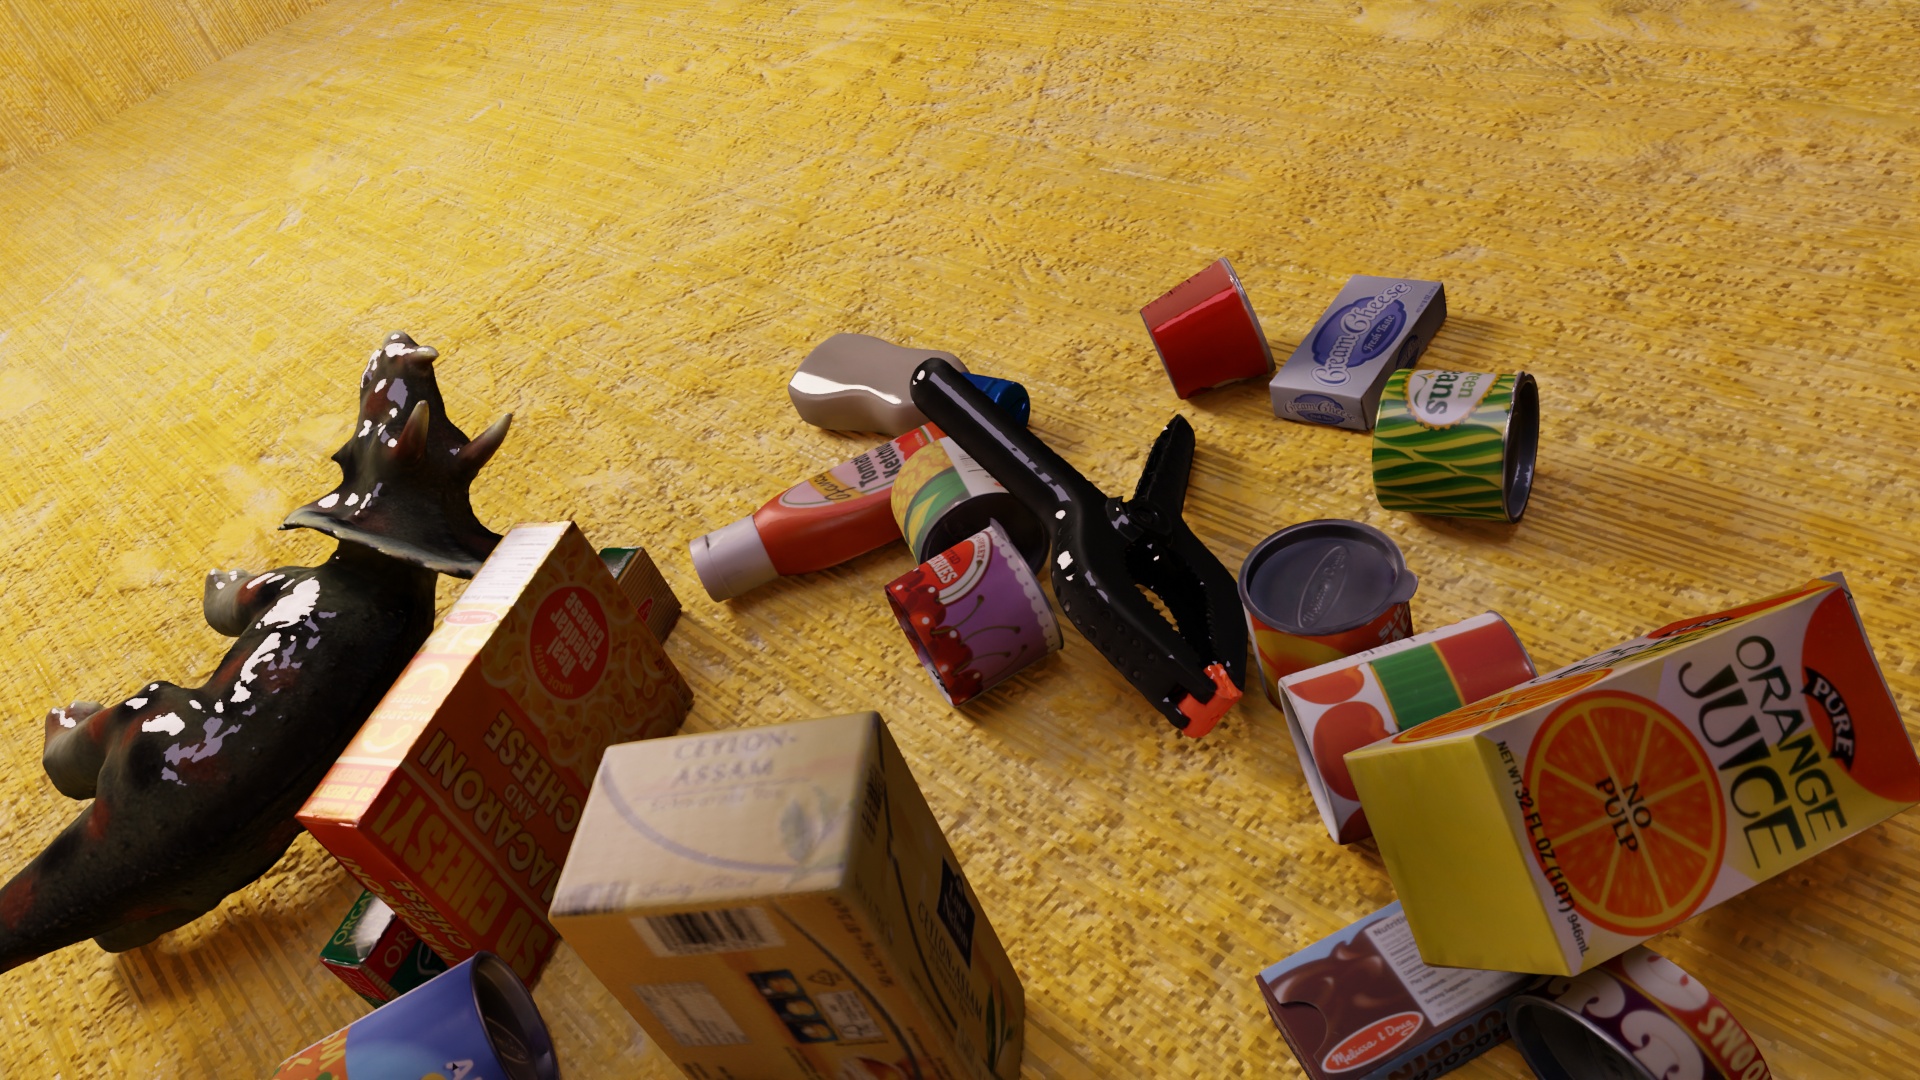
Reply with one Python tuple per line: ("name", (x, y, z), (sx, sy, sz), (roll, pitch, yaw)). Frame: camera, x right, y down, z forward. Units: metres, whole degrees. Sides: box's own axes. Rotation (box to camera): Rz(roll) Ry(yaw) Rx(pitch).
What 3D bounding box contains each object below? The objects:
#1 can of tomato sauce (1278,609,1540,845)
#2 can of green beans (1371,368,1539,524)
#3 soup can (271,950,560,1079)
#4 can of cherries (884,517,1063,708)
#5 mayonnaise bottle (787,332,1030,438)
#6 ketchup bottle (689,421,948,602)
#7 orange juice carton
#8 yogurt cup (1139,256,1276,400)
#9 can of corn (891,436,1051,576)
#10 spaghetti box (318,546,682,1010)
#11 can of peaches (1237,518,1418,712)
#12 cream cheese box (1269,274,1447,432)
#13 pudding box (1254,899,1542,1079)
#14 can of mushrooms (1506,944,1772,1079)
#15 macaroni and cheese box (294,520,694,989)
("can of tomato sauce", (0.169, 0.072, 0.516), (0.083, 0.071, 0.071), (-18, 39, 5))
("can of green beans", (0.223, -0.043, 0.623), (0.058, 0.071, 0.071), (8, 47, 32))
("soup can", (-0.205, 0.209, 0.529), (0.084, 0.071, 0.071), (-29, 39, -7))
("can of cherries", (0.005, 0.033, 0.632), (0.058, 0.071, 0.072), (-29, 39, -8))
("mayonnaise bottle", (-0.029, -0.085, 0.809), (0.148, 0.041, 0.065), (15, 53, 36))
("ketchup bottle", (-0.069, -0.012, 0.740), (0.149, 0.043, 0.065), (-24, 30, -2))
("orange juice carton", (0.229, 0.069, 0.443), (0.193, 0.072, 0.073), (-17, -9, -20))
("yogurt cup", (0.132, -0.111, 0.748), (0.054, 0.072, 0.073), (-24, 38, 10))
("can of corn", (0.002, -0.009, 0.687), (0.071, 0.071, 0.058), (-24, 38, -3))
("spaghetti box", (-0.209, 0.106, 0.663), (0.028, 0.050, 0.251), (-1, 43, 27))
("can of peaches", (0.154, 0.034, 0.572), (0.071, 0.057, 0.071), (-12, 39, 10))
("cream cheese box", (0.209, -0.100, 0.729), (0.053, 0.024, 0.104), (14, 50, 38))
("pudding box", (0.147, 0.150, 0.462), (0.084, 0.030, 0.050), (-26, 40, -5))
("can of mushrooms", (0.200, 0.152, 0.406), (0.033, 0.070, 0.071), (-34, 40, -17))
("macaroni and cheese box", (-0.195, 0.092, 0.613), (0.040, 0.123, 0.167), (-2, 43, 27))
